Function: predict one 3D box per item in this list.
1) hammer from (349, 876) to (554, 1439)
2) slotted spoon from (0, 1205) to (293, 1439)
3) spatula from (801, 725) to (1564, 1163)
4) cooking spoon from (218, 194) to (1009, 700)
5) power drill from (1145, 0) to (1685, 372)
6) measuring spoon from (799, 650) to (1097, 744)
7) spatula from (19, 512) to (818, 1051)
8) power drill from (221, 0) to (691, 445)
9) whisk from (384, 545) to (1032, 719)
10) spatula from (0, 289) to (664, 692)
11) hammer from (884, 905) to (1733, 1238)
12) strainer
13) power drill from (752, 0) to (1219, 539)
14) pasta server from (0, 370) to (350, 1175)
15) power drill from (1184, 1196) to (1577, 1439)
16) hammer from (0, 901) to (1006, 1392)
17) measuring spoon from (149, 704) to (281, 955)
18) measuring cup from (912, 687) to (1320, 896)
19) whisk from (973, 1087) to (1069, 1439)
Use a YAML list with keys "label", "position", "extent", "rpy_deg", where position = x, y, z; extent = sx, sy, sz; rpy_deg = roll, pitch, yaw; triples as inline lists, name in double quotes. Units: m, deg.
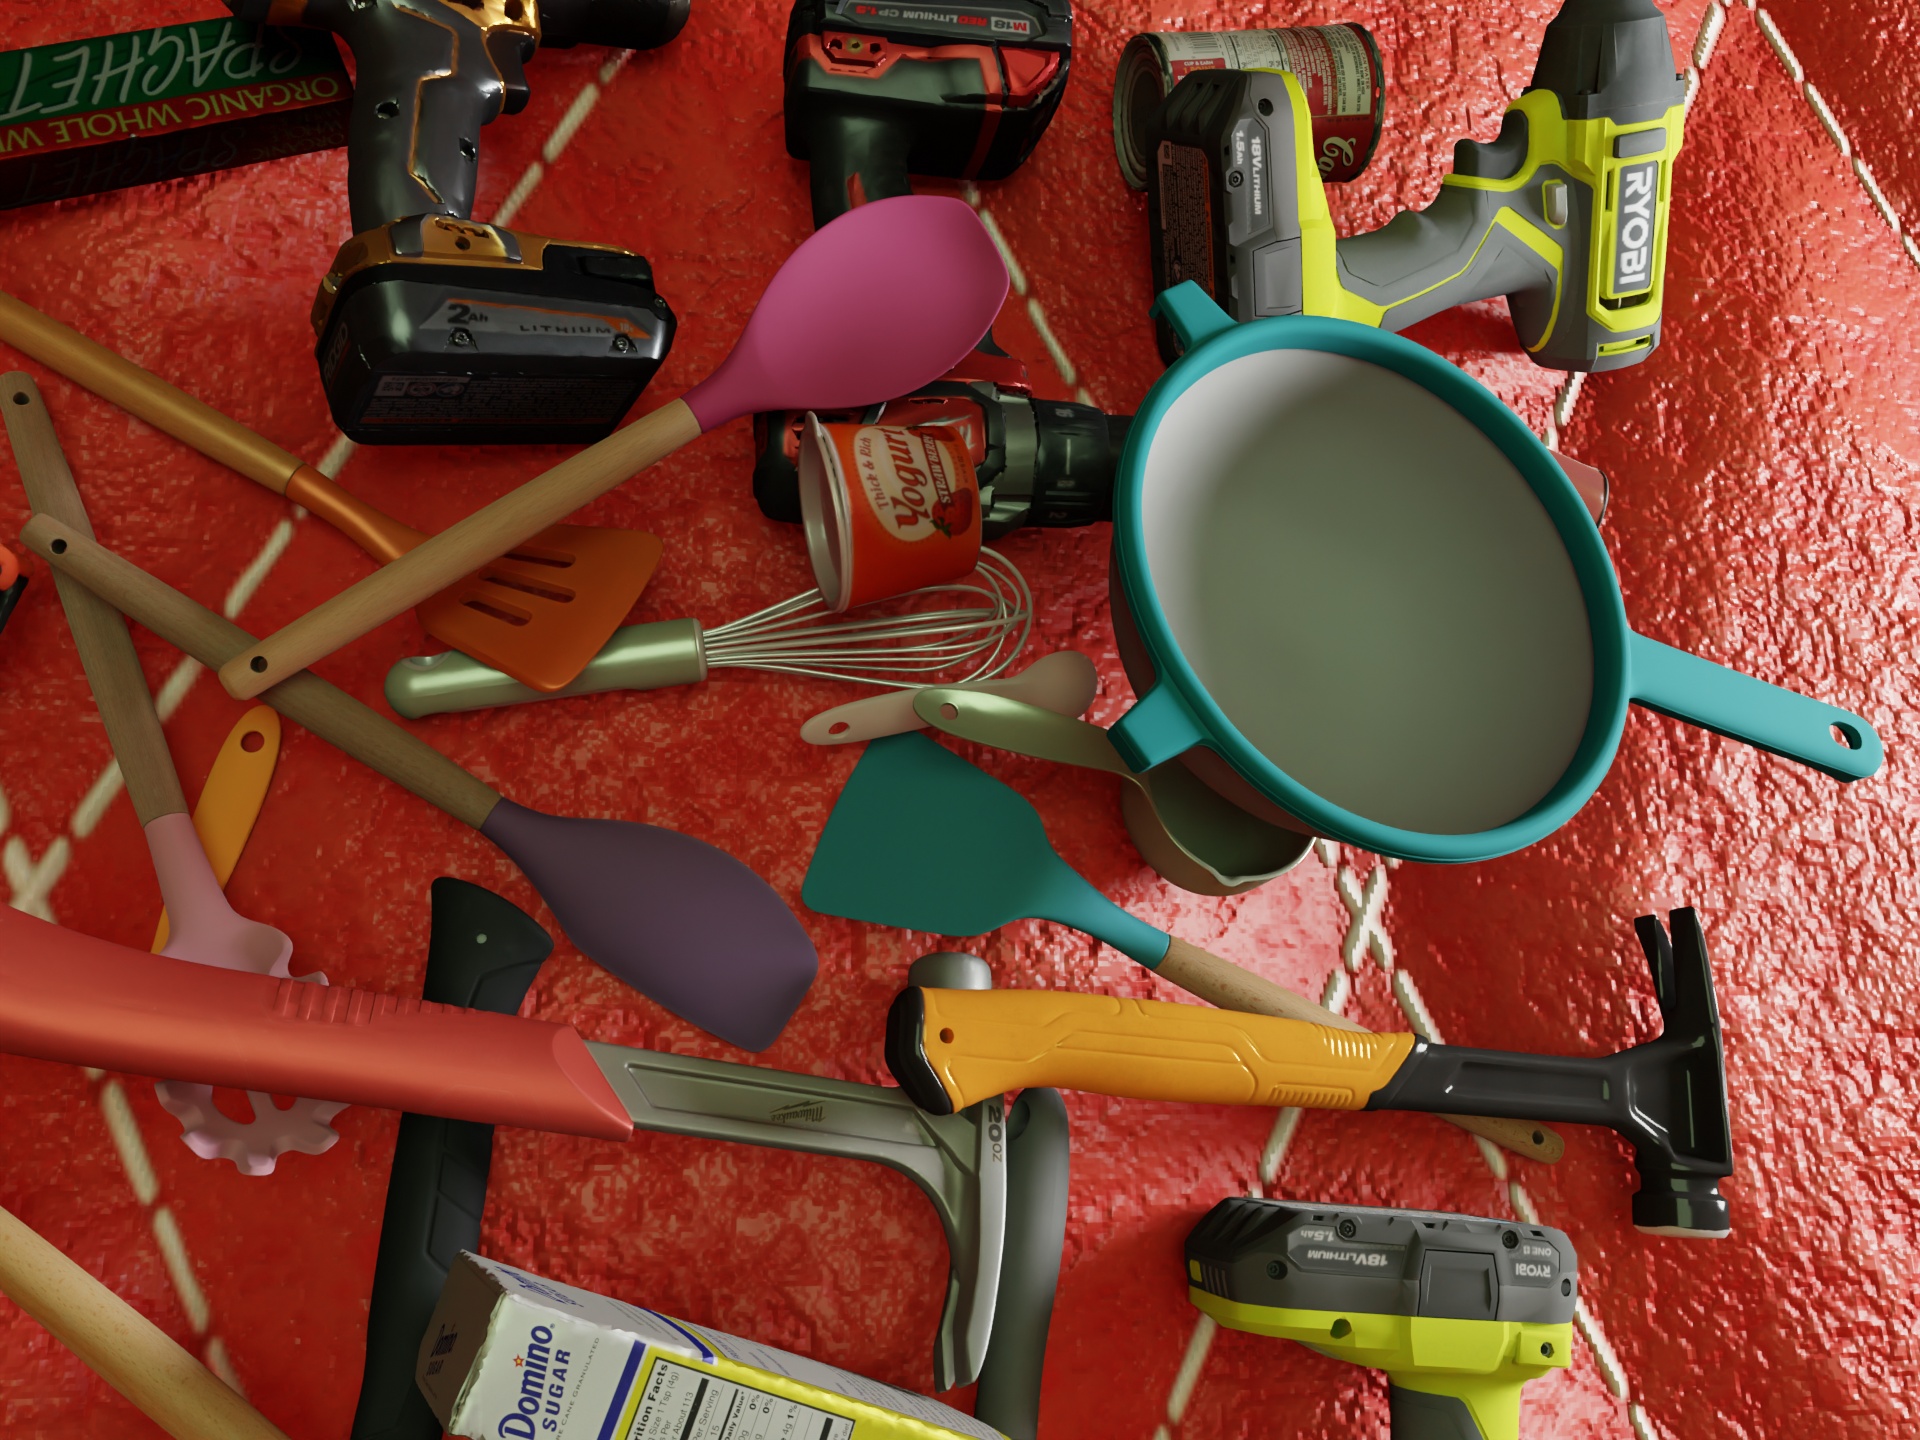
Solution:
- label: "hammer"
  position: [-0.187, 0.218, 0.521]
  extent: [0.146, 0.035, 0.335]
  rpy_deg: [8, 73, -10]
- label: "slotted spoon"
  position: [-0.203, 0.234, 0.481]
  extent: [0.314, 0.031, 0.070]
  rpy_deg: [39, 68, 1]
- label: "spatula"
  position: [0.096, 0.101, 0.620]
  extent: [0.317, 0.044, 0.082]
  rpy_deg: [28, 69, -8]
- label: "cooking spoon"
  position: [-0.119, -0.097, 0.572]
  extent: [0.319, 0.017, 0.068]
  rpy_deg: [-33, 99, -12]
- label: "power drill"
  position: [0.196, -0.222, 0.669]
  extent: [0.223, 0.080, 0.171]
  rpy_deg: [-14, 116, -13]
- label: "measuring spoon"
  position: [-0.001, -0.002, 0.614]
  extent: [0.124, 0.034, 0.018]
  rpy_deg: [-11, 46, -20]
- label: "spatula"
  position: [-0.189, 0.018, 0.571]
  extent: [0.316, 0.018, 0.060]
  rpy_deg: [33, 81, -8]
- label: "power drill"
  position: [-0.175, -0.224, 0.615]
  extent: [0.185, 0.084, 0.226]
  rpy_deg: [-7, 75, -35]
- label: "whisk"
  position: [-0.091, -0.027, 0.605]
  extent: [0.246, 0.058, 0.059]
  rpy_deg: [-8, 109, -9]
- label: "spatula"
  position: [-0.268, -0.107, 0.591]
  extent: [0.322, 0.041, 0.081]
  rpy_deg: [29, 58, -1]
- label: "hammer"
  position: [0.137, 0.119, 0.586]
  extent: [0.336, 0.034, 0.127]
  rpy_deg: [7, 74, -17]
- label: "strainer"
  position: [0.193, -0.020, 0.613]
  extent: [0.340, 0.095, 0.211]
  rpy_deg: [17, 63, -17]
- label: "power drill"
  position: [0.010, -0.182, 0.653]
  extent: [0.188, 0.080, 0.227]
  rpy_deg: [1, 77, -11]
- label: "pasta server"
  position: [-0.283, 0.008, 0.550]
  extent: [0.060, 0.040, 0.316]
  rpy_deg: [-17, 74, -32]
- label: "power drill"
  position: [0.131, 0.287, 0.547]
  extent: [0.190, 0.080, 0.229]
  rpy_deg: [7, 76, -10]
- label: "hammer"
  position: [-0.154, 0.120, 0.508]
  extent: [0.359, 0.036, 0.149]
  rpy_deg: [13, 57, -19]
- label: "measuring spoon"
  position: [-0.267, 0.048, 0.563]
  extent: [0.021, 0.011, 0.117]
  rpy_deg: [17, 72, -7]
- label: "measuring cup"
  position: [0.057, 0.021, 0.616]
  extent: [0.167, 0.038, 0.083]
  rpy_deg: [15, 62, -12]
- label: "whisk"
  position: [0.016, 0.246, 0.550]
  extent: [0.055, 0.055, 0.239]
  rpy_deg: [11, 69, -9]
